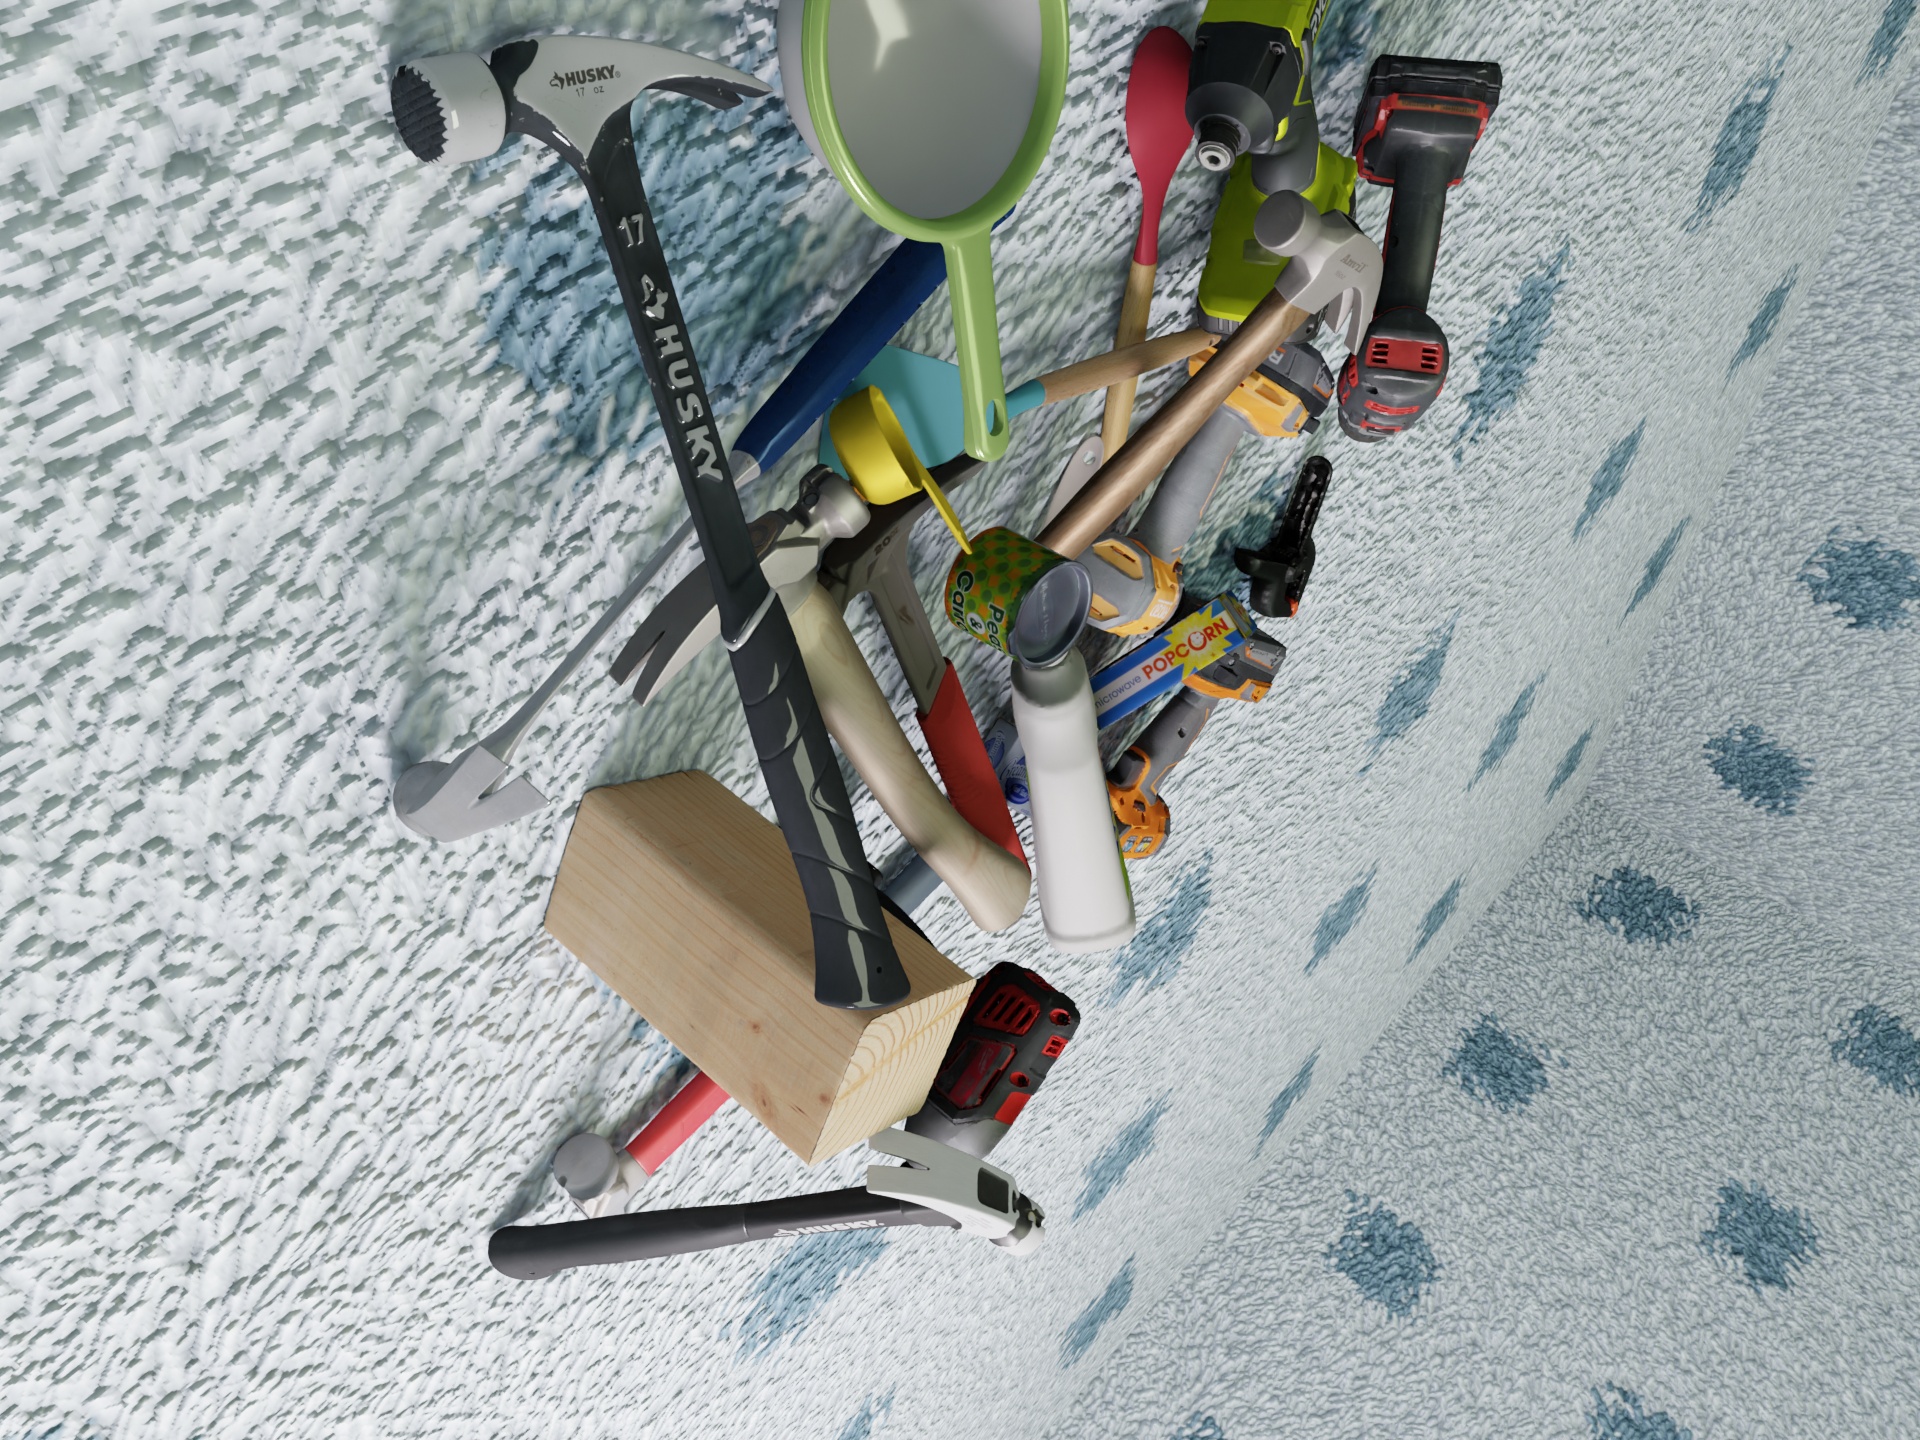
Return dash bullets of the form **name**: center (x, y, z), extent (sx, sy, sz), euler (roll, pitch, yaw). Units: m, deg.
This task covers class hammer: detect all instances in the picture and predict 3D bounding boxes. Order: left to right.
- **hammer**: center (-0.131, 0.284, 0.902), extent (0.146, 0.335, 0.035), euler (47, 36, -48)
- **hammer**: center (-0.100, -0.108, 0.713), extent (0.035, 0.144, 0.405), euler (44, 70, -19)
- **hammer**: center (-0.088, -0.062, 0.639), extent (0.149, 0.036, 0.408), euler (-32, 114, -40)
- **hammer**: center (-0.107, 0.198, 1.090), extent (0.386, 0.038, 0.143), euler (-43, 151, -23)
- **hammer**: center (-0.047, 0.032, 0.914), extent (0.146, 0.038, 0.410), euler (-44, 144, -9)
- **hammer**: center (-0.002, -0.003, 1.002), extent (0.149, 0.037, 0.358), euler (-46, 143, -19)
- **hammer**: center (0.116, -0.163, 0.939), extent (0.130, 0.031, 0.331), euler (4, 139, -48)

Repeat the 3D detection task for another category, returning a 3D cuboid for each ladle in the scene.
- **ladle**: center (0.106, -0.255, 0.960), extent (0.069, 0.031, 0.315), euler (-40, 151, -35)

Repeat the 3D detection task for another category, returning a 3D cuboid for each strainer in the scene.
- **strainer**: center (-0.019, -0.236, 0.691), extent (0.151, 0.069, 0.256), euler (-35, 132, -34)

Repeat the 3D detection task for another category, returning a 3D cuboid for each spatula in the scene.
- **spatula**: center (0.051, -0.198, 0.904), extent (0.317, 0.044, 0.082), euler (-27, 143, -43)

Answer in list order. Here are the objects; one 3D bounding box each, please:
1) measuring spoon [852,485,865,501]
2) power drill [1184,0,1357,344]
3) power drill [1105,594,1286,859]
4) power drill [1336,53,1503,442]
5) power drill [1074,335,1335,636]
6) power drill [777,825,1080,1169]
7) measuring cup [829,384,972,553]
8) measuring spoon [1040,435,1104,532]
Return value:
- **measuring spoon**: center (-0.065, -0.119, 0.848), extent (0.117, 0.011, 0.021), euler (-39, 166, -36)
- **power drill**: center (0.171, -0.320, 0.893), extent (0.223, 0.080, 0.171), euler (61, 45, -62)
- **power drill**: center (0.153, 0.015, 1.271), extent (0.164, 0.084, 0.226), euler (6, 118, -58)
- **power drill**: center (0.290, -0.298, 1.052), extent (0.188, 0.080, 0.227), euler (12, 86, -83)
- **power drill**: center (0.165, -0.157, 1.098), extent (0.226, 0.084, 0.185), euler (-58, 164, 10)
- **power drill**: center (-0.049, 0.171, 0.955), extent (0.143, 0.220, 0.078), euler (-56, 153, -1)
- **measuring cup**: center (-0.028, -0.118, 0.828), extent (0.029, 0.062, 0.156), euler (-23, 155, 10)
- **measuring spoon**: center (0.064, -0.126, 1.033), extent (0.124, 0.034, 0.018), euler (-66, 174, 8)
